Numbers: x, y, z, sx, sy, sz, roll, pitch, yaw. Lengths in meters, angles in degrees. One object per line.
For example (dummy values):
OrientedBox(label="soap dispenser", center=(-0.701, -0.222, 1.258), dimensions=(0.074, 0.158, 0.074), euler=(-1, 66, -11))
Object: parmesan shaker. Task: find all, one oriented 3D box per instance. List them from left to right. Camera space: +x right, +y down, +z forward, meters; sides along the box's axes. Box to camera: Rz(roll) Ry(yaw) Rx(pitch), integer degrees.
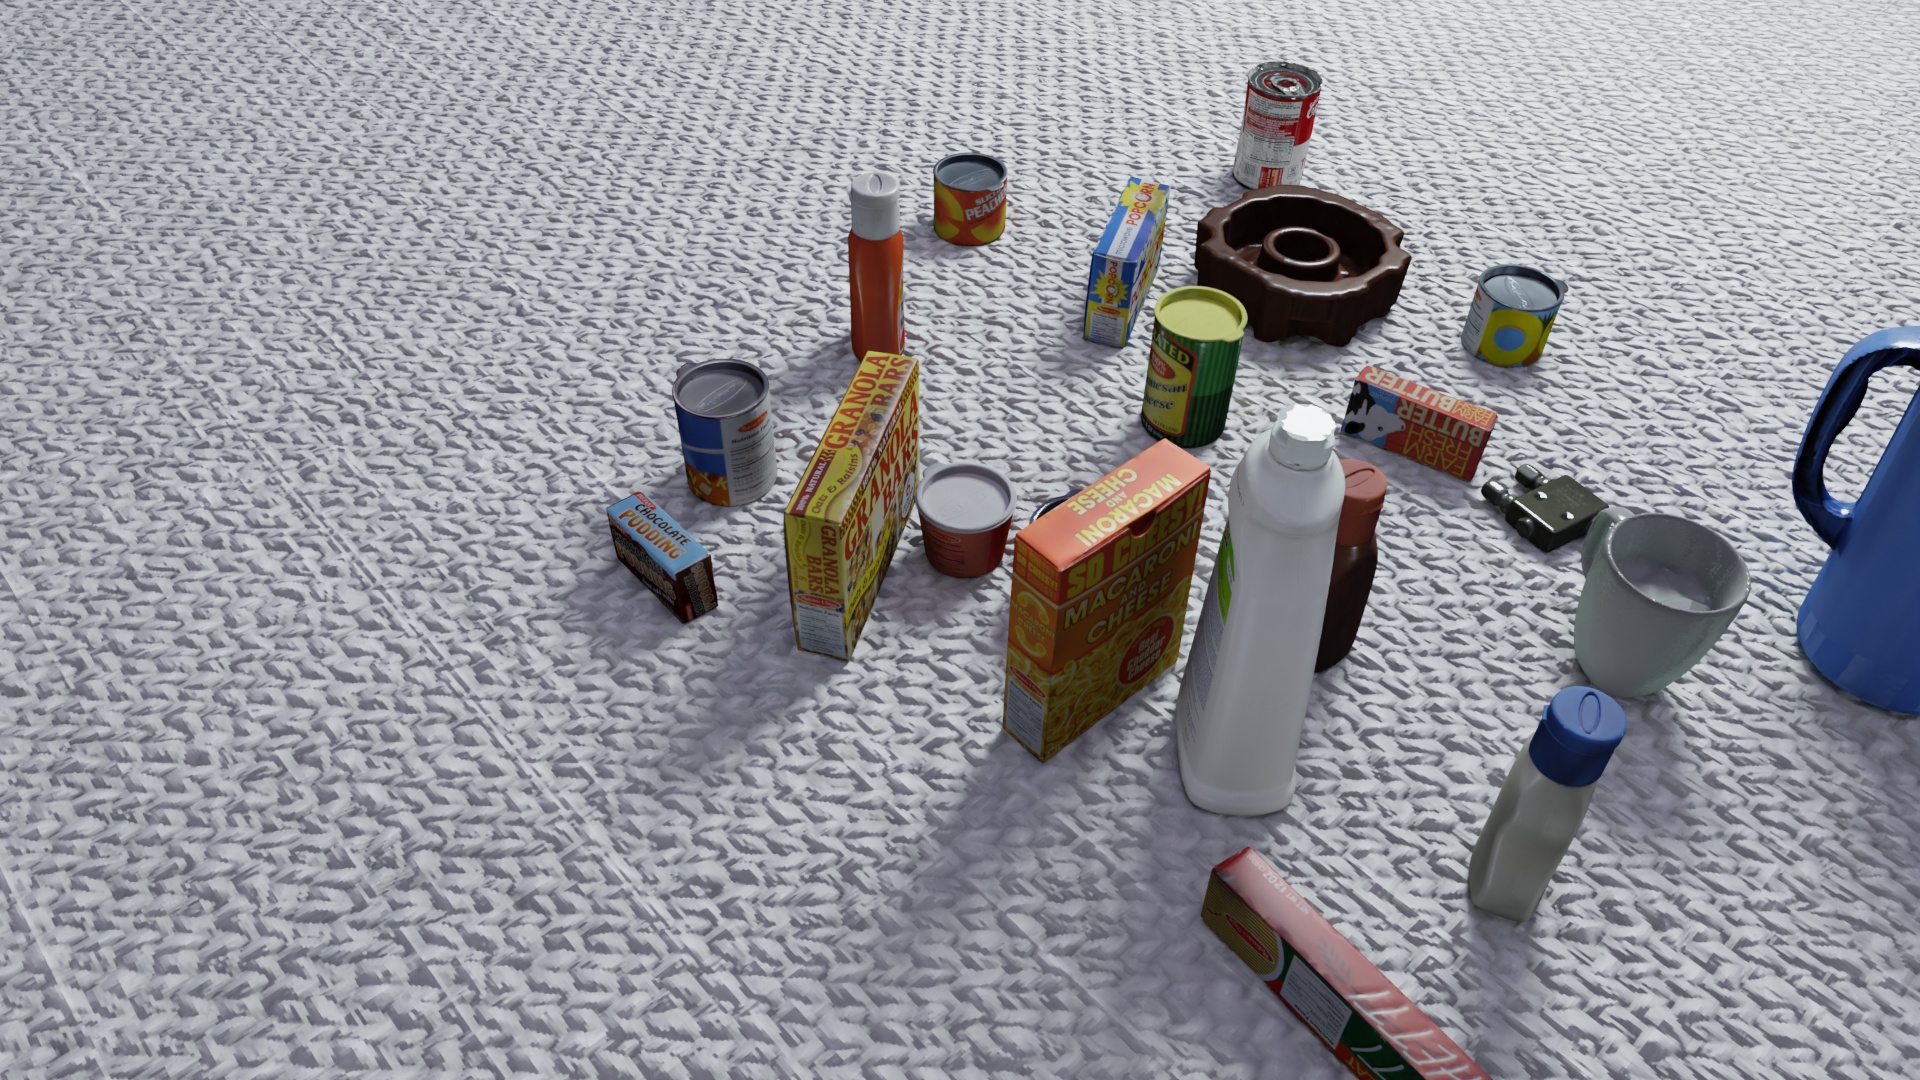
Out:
OrientedBox(label="parmesan shaker", center=(0.172, -0.125, 1.027), dimensions=(0.071, 0.102, 0.072), euler=(1, 44, -1))

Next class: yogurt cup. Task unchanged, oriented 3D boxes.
OrientedBox(label="yogurt cup", center=(0.003, -0.012, 0.941), dimensions=(0.072, 0.053, 0.073), euler=(1, 44, -1))

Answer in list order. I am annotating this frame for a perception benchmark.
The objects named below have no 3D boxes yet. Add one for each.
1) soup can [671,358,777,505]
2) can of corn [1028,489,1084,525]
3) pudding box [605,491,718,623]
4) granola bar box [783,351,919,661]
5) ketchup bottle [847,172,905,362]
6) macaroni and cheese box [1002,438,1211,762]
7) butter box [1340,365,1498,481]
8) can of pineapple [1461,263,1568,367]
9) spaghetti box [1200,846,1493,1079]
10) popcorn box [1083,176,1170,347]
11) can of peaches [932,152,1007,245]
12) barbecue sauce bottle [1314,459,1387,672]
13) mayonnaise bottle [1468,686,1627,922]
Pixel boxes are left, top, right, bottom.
OrientedBox(label="soup can", center=(-0.167, -0.077, 0.982), dimensions=(0.071, 0.083, 0.072), euler=(1, 44, -1))
OrientedBox(label="can of corn", center=(0.077, 0.011, 0.917), dimensions=(0.071, 0.058, 0.071), euler=(1, 44, -1))
OrientedBox(label="pudding box", center=(-0.196, 0.010, 0.916), dimensions=(0.030, 0.049, 0.084), euler=(-32, 53, -29))
OrientedBox(label="granola bar box", center=(-0.067, -0.025, 0.902), dimensions=(0.039, 0.123, 0.166), euler=(11, 45, 10))
OrientedBox(label="ketchup bottle", center=(-0.065, -0.210, 1.075), dimensions=(0.043, 0.148, 0.065), euler=(-2, 44, -4))
OrientedBox(label="macaroni and cheese box", center=(0.084, 0.037, 0.813), dimensions=(0.124, 0.165, 0.040), euler=(-32, 53, -30))
OrientedBox(label="butter box", center=(0.338, -0.087, 1.028), dimensions=(0.103, 0.052, 0.024), euler=(25, 49, 22))
OrientedBox(label="can of pineapple", center=(0.448, -0.182, 1.125), dimensions=(0.071, 0.057, 0.071), euler=(1, 44, -1))
OrientedBox(label="spaghetti box", center=(0.216, 0.254, 0.678), dimensions=(0.029, 0.049, 0.251), euler=(-27, 51, -26))
OrientedBox(label="popcorn box", center=(0.137, -0.230, 1.146), dimensions=(0.038, 0.084, 0.127), euler=(14, 46, 12))
OrientedBox(label="can of peaches", center=(0.010, -0.302, 1.236), dimensions=(0.071, 0.057, 0.071), euler=(1, 44, -1))
OrientedBox(label="barbecue sauce bottle", center=(0.227, 0.017, 0.851), dimensions=(0.065, 0.147, 0.044), euler=(-24, 50, -24))
OrientedBox(label="mayonnaise bottle", center=(0.307, 0.137, 0.730), dimensions=(0.041, 0.147, 0.065), euler=(17, 47, 16))
